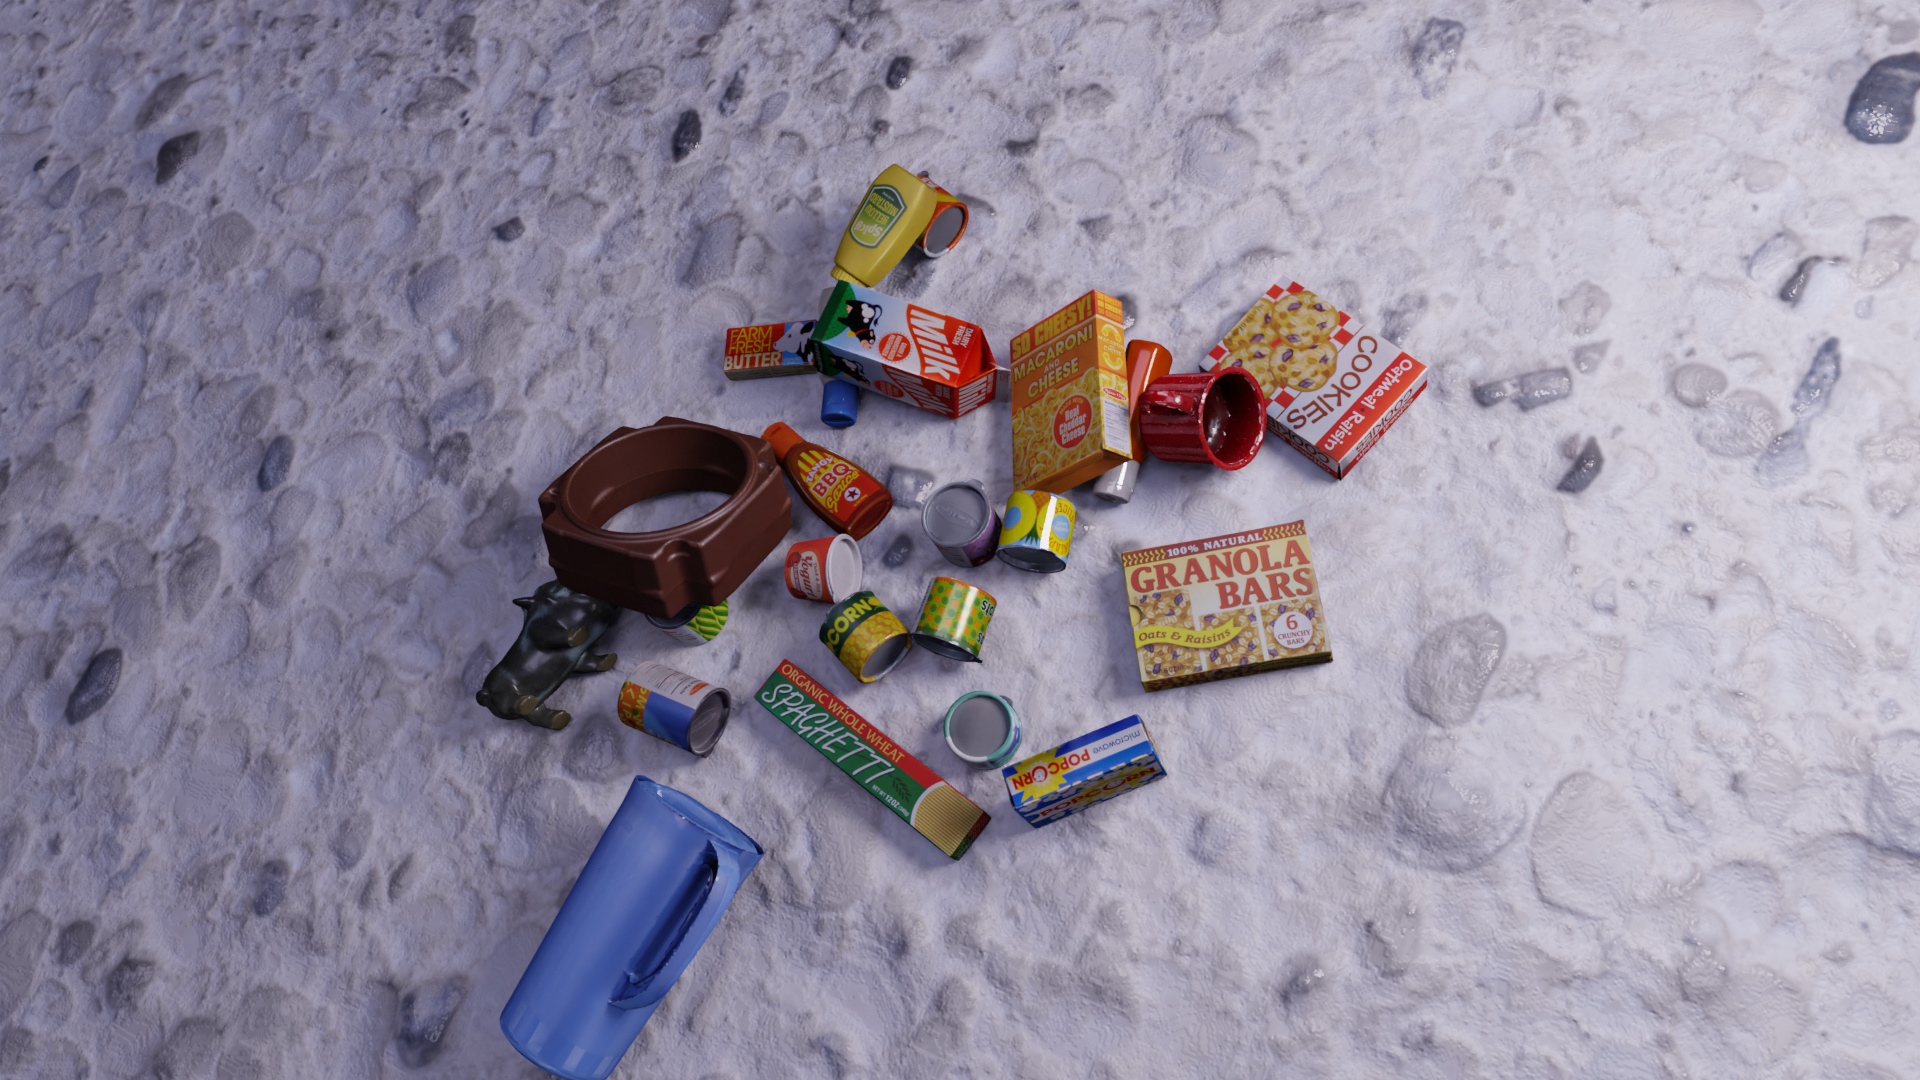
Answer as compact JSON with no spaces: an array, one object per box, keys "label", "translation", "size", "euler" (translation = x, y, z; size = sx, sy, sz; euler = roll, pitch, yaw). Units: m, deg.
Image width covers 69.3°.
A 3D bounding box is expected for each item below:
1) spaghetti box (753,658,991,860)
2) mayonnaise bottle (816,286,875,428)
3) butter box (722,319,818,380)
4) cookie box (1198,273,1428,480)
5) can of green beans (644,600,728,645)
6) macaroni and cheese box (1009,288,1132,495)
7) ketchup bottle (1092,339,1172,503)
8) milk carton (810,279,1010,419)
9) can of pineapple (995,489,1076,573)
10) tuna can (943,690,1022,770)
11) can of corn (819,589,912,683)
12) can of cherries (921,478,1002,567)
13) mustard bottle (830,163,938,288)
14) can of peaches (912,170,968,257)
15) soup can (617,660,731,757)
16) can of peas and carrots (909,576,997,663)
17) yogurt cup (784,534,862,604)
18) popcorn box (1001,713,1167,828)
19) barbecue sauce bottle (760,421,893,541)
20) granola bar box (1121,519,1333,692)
[{"label":"spaghetti box","translation":[-0.084,0.195,1.257],"size":[0.250,0.028,0.050],"euler":[34,80,24]},{"label":"mayonnaise bottle","translation":[-0.118,-0.188,1.416],"size":[0.065,0.041,0.148],"euler":[-1,68,11]},{"label":"butter box","translation":[-0.196,-0.199,1.451],"size":[0.103,0.024,0.053],"euler":[-3,68,14]},{"label":"cookie box","translation":[0.325,-0.152,1.282],"size":[0.123,0.040,0.168],"euler":[-46,64,-6]},{"label":"can of green beans","translation":[-0.266,0.063,1.344],"size":[0.071,0.057,0.071],"euler":[-5,67,13]},{"label":"macaroni and cheese box","translation":[0.101,-0.134,1.302],"size":[0.123,0.040,0.167],"euler":[-25,56,46]},{"label":"ketchup bottle","translation":[0.160,-0.109,1.299],"size":[0.043,0.064,0.149],"euler":[12,80,19]},{"label":"milk carton","translation":[-0.042,-0.179,1.352],"size":[0.191,0.072,0.074],"euler":[20,70,6]},{"label":"can of pineapple","translation":[0.071,-0.008,1.276],"size":[0.071,0.071,0.058],"euler":[6,70,18]},{"label":"tuna can","translation":[0.021,0.167,1.238],"size":[0.071,0.032,0.071],"euler":[-5,68,13]},{"label":"can of corn","translation":[-0.088,0.088,1.278],"size":[0.071,0.071,0.058],"euler":[-44,65,-5]},{"label":"can of cherries","translation":[0.005,-0.016,1.303],"size":[0.071,0.058,0.072],"euler":[-6,67,14]},{"label":"mustard bottle","translation":[-0.088,-0.297,1.394],"size":[0.065,0.049,0.160],"euler":[37,98,25]},{"label":"can of peaches","translation":[-0.033,-0.337,1.438],"size":[0.071,0.071,0.058],"euler":[-46,65,-5]},{"label":"soup can","translation":[-0.269,0.159,1.303],"size":[0.084,0.071,0.071],"euler":[18,74,22]},{"label":"can of peas and carrots","translation":[-0.004,0.073,1.265],"size":[0.071,0.070,0.059],"euler":[14,73,20]},{"label":"yogurt cup","translation":[-0.131,0.028,1.320],"size":[0.054,0.072,0.072],"euler":[-1,68,24]},{"label":"popcorn box","translation":[0.106,0.196,1.173],"size":[0.126,0.085,0.038],"euler":[-23,64,6]},{"label":"barbecue sauce bottle","translation":[-0.137,-0.063,1.369],"size":[0.149,0.043,0.065],"euler":[39,73,25]},{"label":"granola bar box","translation":[0.232,0.058,1.221],"size":[0.165,0.039,0.124],"euler":[-11,66,11]}]
